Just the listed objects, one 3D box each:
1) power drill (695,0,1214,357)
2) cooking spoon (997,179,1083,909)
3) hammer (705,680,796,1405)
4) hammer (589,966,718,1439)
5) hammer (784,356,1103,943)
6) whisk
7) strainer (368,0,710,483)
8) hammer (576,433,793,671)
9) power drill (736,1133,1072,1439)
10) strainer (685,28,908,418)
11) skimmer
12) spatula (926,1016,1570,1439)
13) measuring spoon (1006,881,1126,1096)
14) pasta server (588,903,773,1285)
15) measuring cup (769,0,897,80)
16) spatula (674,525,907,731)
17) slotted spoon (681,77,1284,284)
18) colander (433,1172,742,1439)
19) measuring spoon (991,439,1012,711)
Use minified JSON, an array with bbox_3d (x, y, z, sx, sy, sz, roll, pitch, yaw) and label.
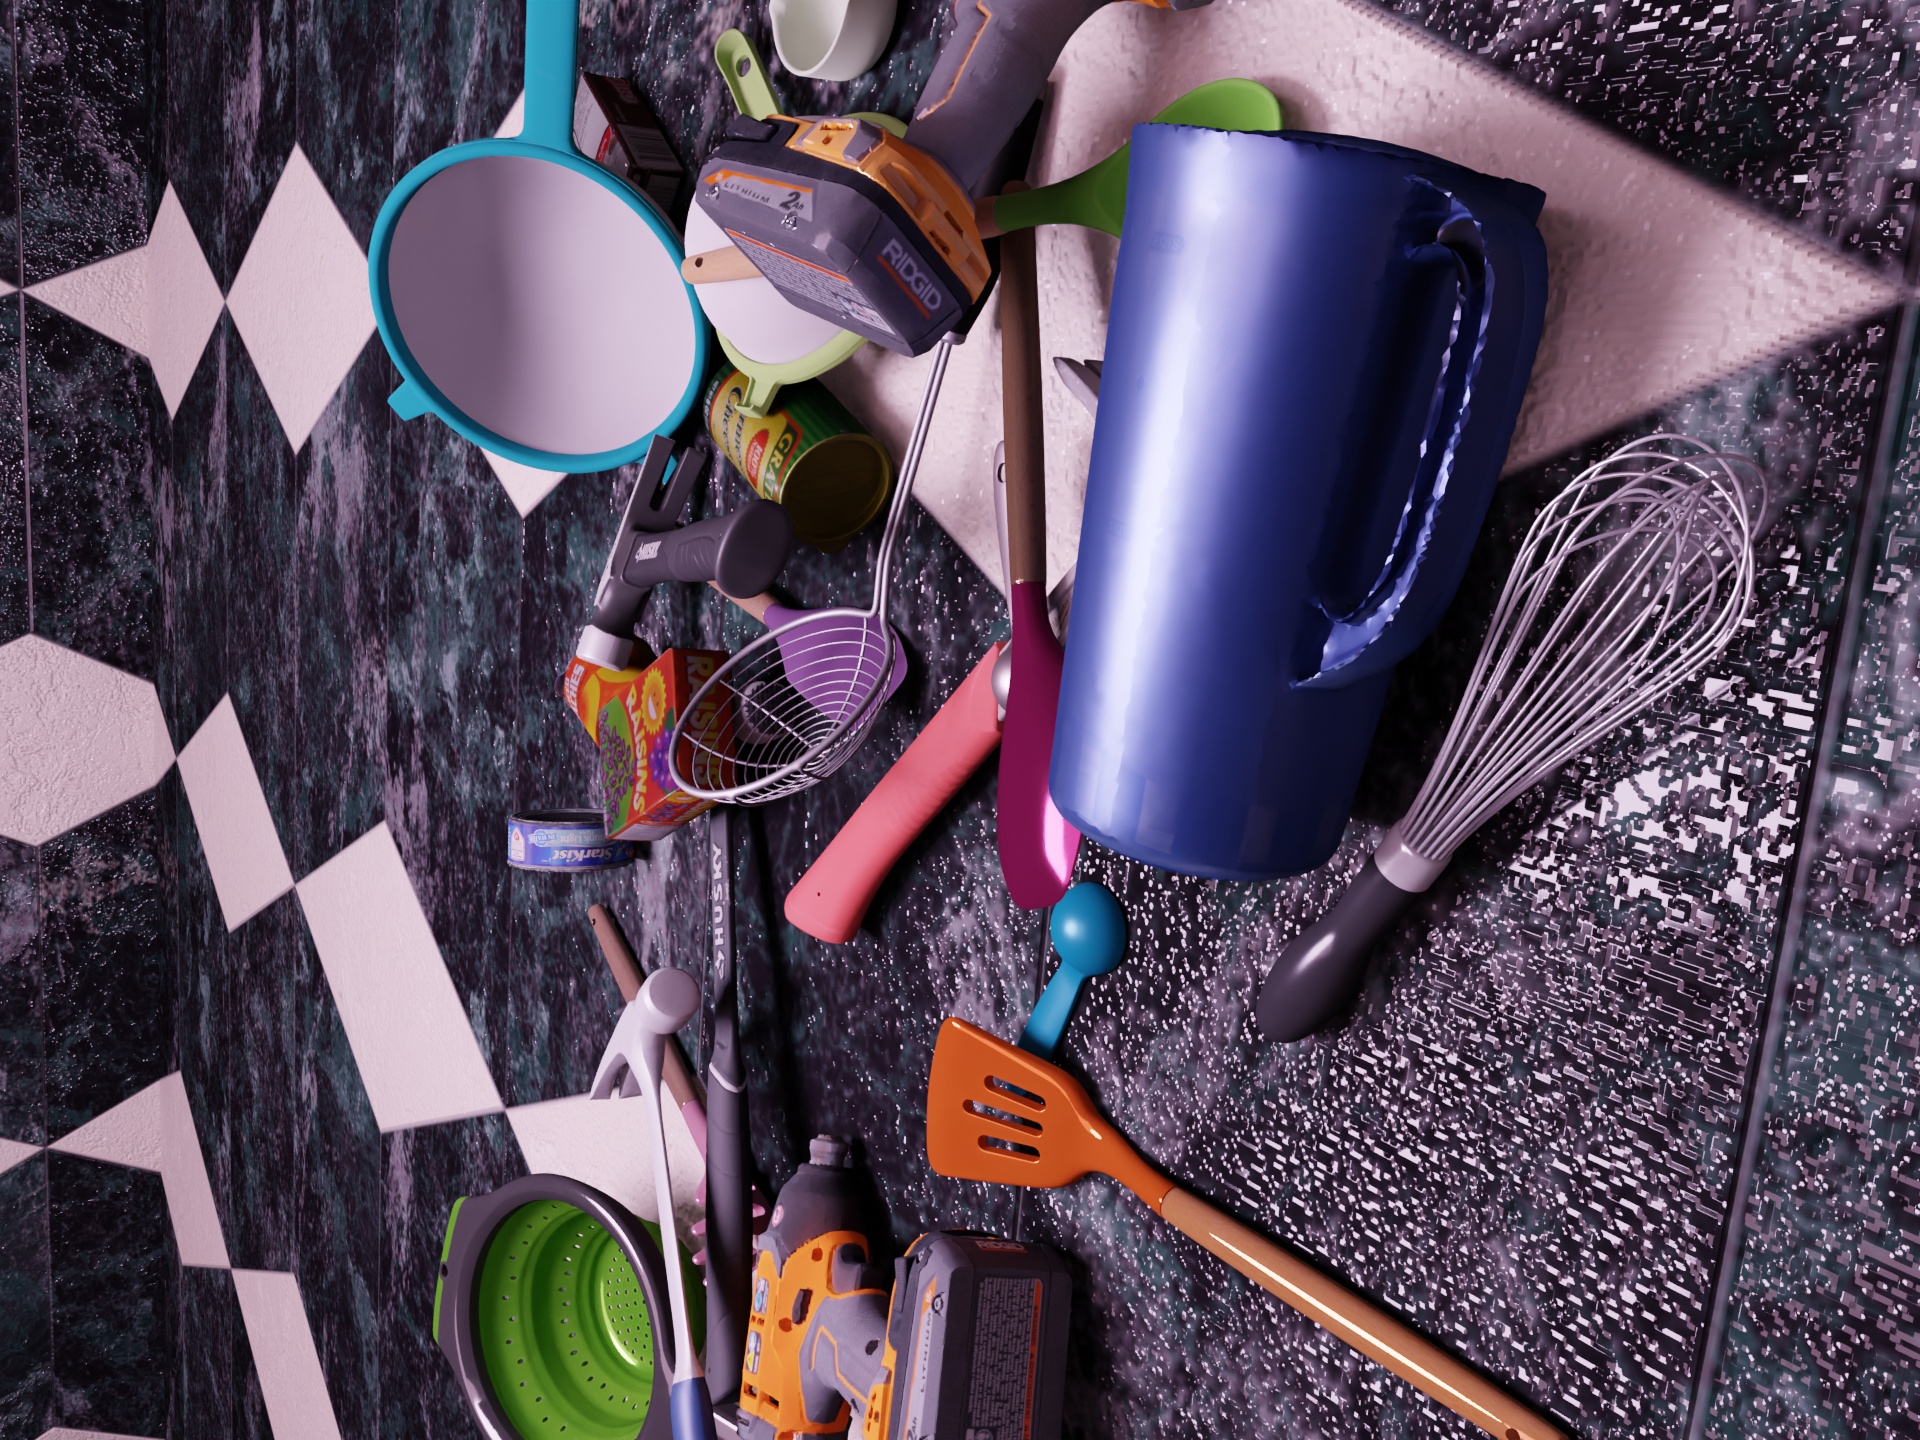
[{"bbox_3d":[-0.008,-0.274,0.657,0.226,0.084,0.186,-52,46,-3],"label":"power drill"},{"bbox_3d":[0.027,-0.081,0.668,0.069,0.017,0.319,-22,65,58],"label":"cooking spoon"},{"bbox_3d":[-0.141,0.189,0.940,0.149,0.036,0.409,-18,72,55],"label":"hammer"},{"bbox_3d":[-0.151,0.350,0.869,0.144,0.035,0.406,-51,45,50],"label":"hammer"},{"bbox_3d":[-0.001,-0.002,0.773,0.359,0.036,0.149,-50,55,43],"label":"hammer"},{"bbox_3d":[0.170,0.024,0.535,0.070,0.070,0.284,58,140,33],"label":"whisk"},{"bbox_3d":[-0.236,-0.317,0.952,0.095,0.211,0.340,-77,1,-53],"label":"strainer"},{"bbox_3d":[-0.147,-0.095,0.857,0.335,0.035,0.146,9,80,68],"label":"hammer"},{"bbox_3d":[-0.039,0.299,0.805,0.226,0.084,0.164,-17,63,56],"label":"power drill"},{"bbox_3d":[-0.107,-0.294,0.831,0.151,0.069,0.257,-37,56,25],"label":"strainer"},{"bbox_3d":[-0.048,-0.129,0.749,0.127,0.090,0.363,41,118,56],"label":"skimmer"},{"bbox_3d":[0.098,0.212,0.654,0.323,0.041,0.081,20,108,50],"label":"spatula"},{"bbox_3d":[0.040,0.130,0.739,0.042,0.021,0.128,49,128,40],"label":"measuring spoon"},{"bbox_3d":[-0.194,0.234,1.050,0.060,0.040,0.317,-57,48,22],"label":"pasta server"},{"bbox_3d":[-0.058,-0.415,0.815,0.083,0.038,0.167,19,106,51],"label":"measuring cup"},{"bbox_3d":[-0.119,-0.072,0.933,0.060,0.018,0.316,-51,41,-3],"label":"spatula"},{"bbox_3d":[-0.003,-0.218,0.691,0.314,0.031,0.070,1,79,34],"label":"slotted spoon"},{"bbox_3d":[-0.169,0.411,1.003,0.397,0.094,0.204,14,96,34],"label":"colander"},{"bbox_3d":[0.020,-0.062,0.696,0.034,0.018,0.124,-11,83,53],"label":"measuring spoon"}]
